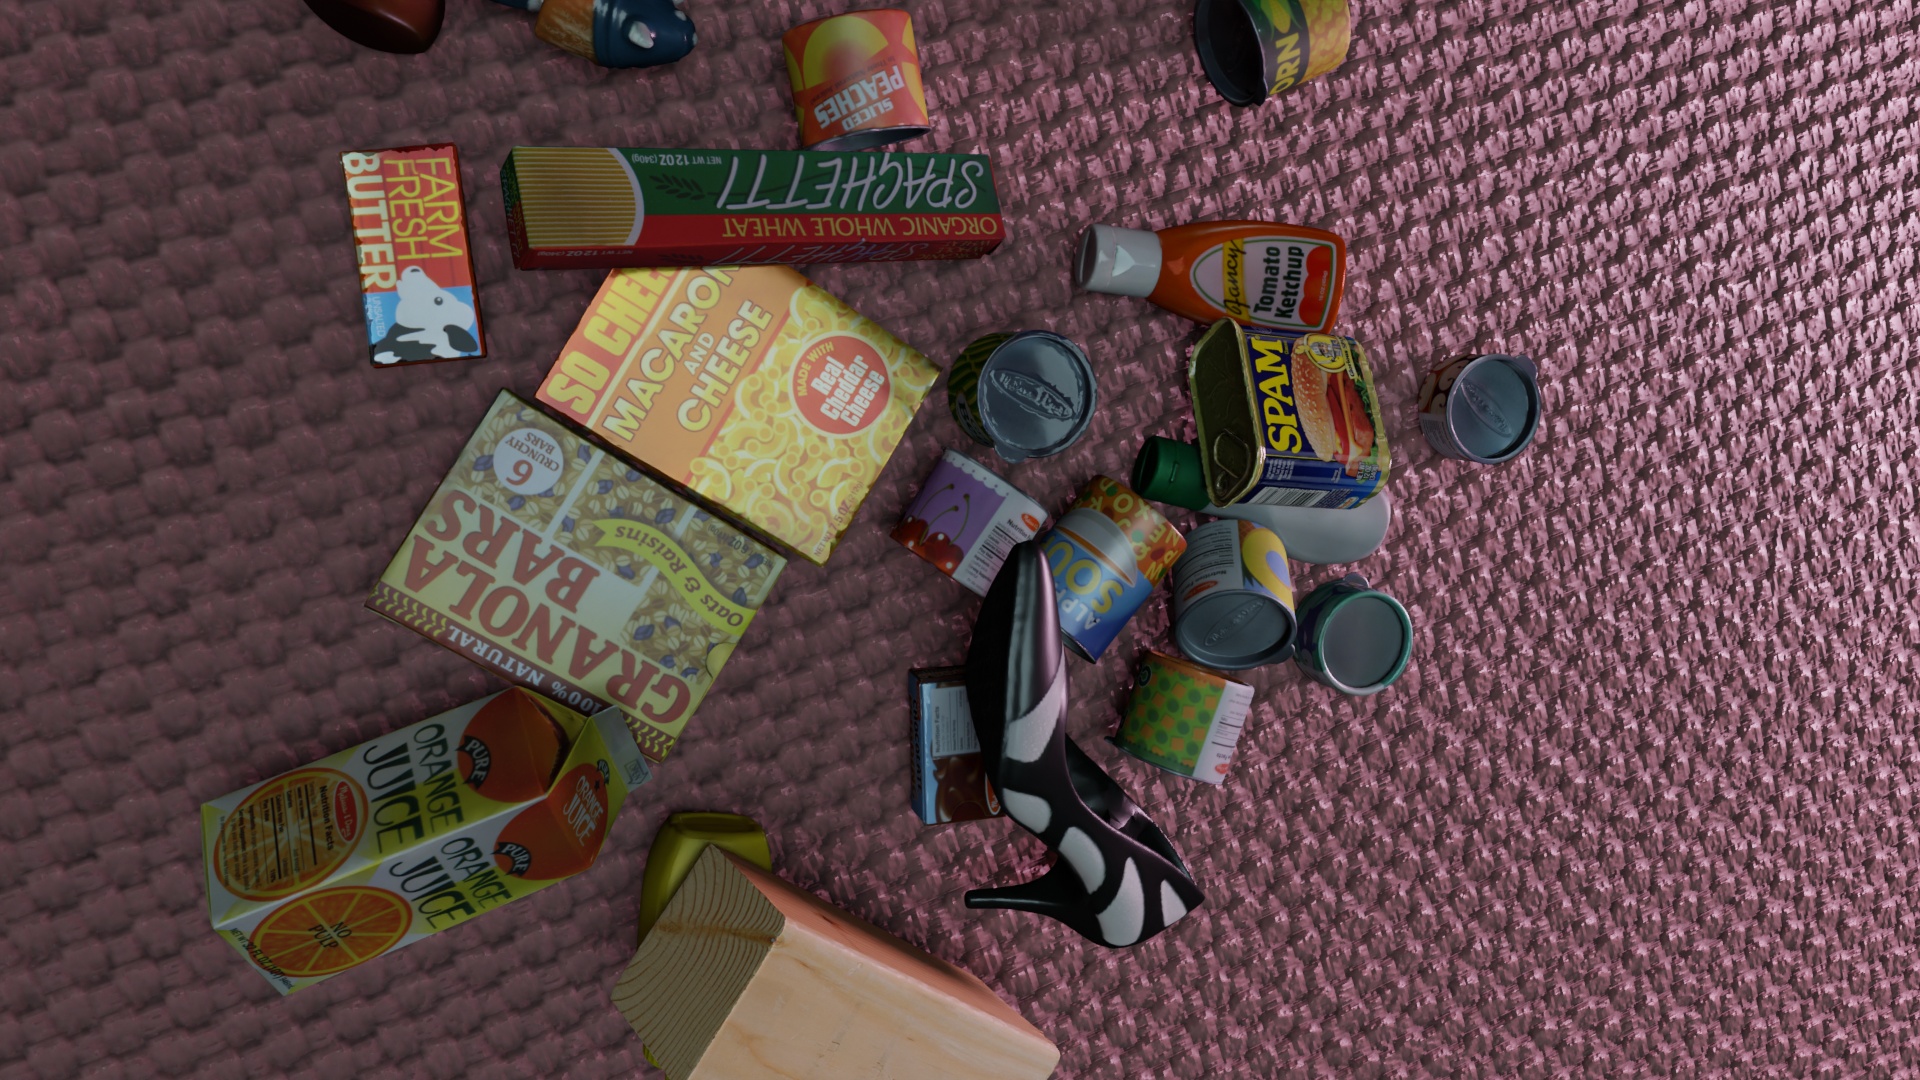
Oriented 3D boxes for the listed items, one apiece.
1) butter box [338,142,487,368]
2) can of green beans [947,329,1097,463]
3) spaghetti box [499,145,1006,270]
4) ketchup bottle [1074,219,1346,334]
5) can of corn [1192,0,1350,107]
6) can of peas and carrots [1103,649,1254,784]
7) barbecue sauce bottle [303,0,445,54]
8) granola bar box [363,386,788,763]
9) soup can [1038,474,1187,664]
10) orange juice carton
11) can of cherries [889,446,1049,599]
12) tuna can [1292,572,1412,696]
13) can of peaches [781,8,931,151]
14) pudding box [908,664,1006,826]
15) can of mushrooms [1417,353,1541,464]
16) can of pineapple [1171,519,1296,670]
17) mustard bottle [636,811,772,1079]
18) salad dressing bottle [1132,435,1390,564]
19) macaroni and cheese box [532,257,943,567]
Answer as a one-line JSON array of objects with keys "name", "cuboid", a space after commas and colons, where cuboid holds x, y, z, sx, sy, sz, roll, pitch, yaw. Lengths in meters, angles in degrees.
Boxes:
[{"name": "butter box", "cuboid": [-0.261, -0.136, 0.666, 0.053, 0.024, 0.103, -7, 99, -15]}, {"name": "can of green beans", "cuboid": [0.032, -0.079, 0.742, 0.071, 0.058, 0.071, -2, 98, -16]}, {"name": "spaghetti box", "cuboid": [-0.091, -0.162, 0.676, 0.251, 0.028, 0.050, -8, 83, -29]}, {"name": "ketchup bottle", "cuboid": [0.138, -0.149, 0.773, 0.149, 0.043, 0.064, 4, 102, -16]}, {"name": "can of corn", "cuboid": [0.170, -0.275, 0.752, 0.058, 0.071, 0.071, -26, 104, -12]}, {"name": "can of peas and carrots", "cuboid": [0.125, 0.099, 0.790, 0.071, 0.071, 0.058, 19, 91, -18]}, {"name": "barbecue sauce bottle", "cuboid": [-0.257, -0.245, 0.588, 0.065, 0.148, 0.043, 21, 92, -18]}, {"name": "granola bar box", "cuboid": [-0.190, 0.019, 0.699, 0.165, 0.039, 0.124, 32, 88, -17]}, {"name": "soup can", "cuboid": [0.073, 0.014, 0.760, 0.071, 0.071, 0.084, 41, 85, -17]}, {"name": "orange juice carton", "cuboid": [-0.248, 0.134, 0.666, 0.193, 0.073, 0.071, -21, 140, -13]}, {"name": "can of cherries", "cuboid": [0.003, -0.009, 0.741, 0.071, 0.071, 0.058, 34, 88, -18]}, {"name": "tuna can", "cuboid": [0.236, 0.056, 0.833, 0.071, 0.033, 0.071, -2, 98, -16]}, {"name": "can of peaches", "cuboid": [-0.052, -0.228, 0.692, 0.071, 0.071, 0.058, -13, 100, -14]}, {"name": "pudding box", "cuboid": [-0.002, 0.113, 0.772, 0.050, 0.030, 0.083, -4, 98, -17]}, {"name": "can of mushrooms", "cuboid": [0.314, -0.082, 0.839, 0.071, 0.033, 0.071, -2, 97, -16]}, {"name": "can of pineapple", "cuboid": [0.153, 0.031, 0.779, 0.071, 0.058, 0.070, 3, 135, 3]}, {"name": "mustard bottle", "cuboid": [-0.142, 0.226, 0.735, 0.065, 0.049, 0.160, 9, 95, -25]}, {"name": "salad dressing bottle", "cuboid": [0.173, -0.026, 0.799, 0.148, 0.044, 0.064, 13, 94, -16]}, {"name": "macaroni and cheese box", "cuboid": [-0.112, -0.080, 0.709, 0.166, 0.040, 0.124, 32, 86, -18]}]
